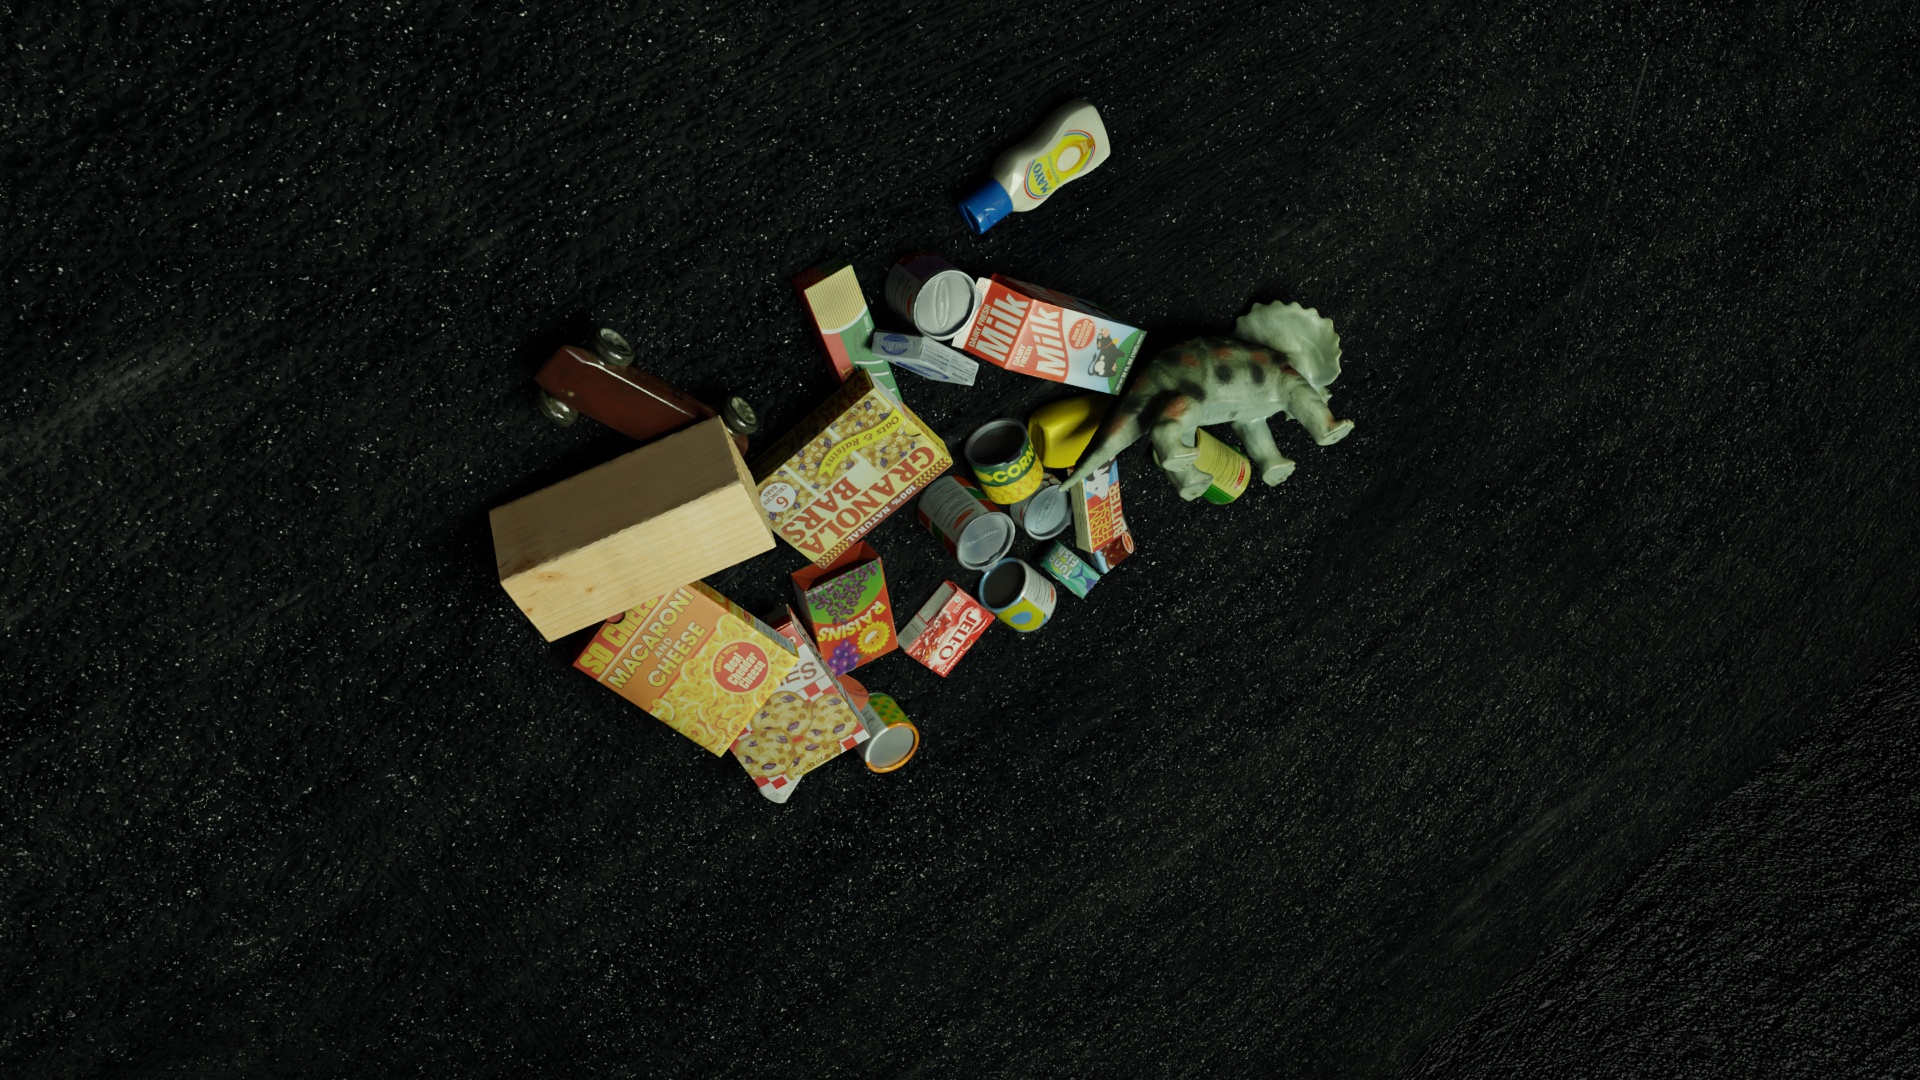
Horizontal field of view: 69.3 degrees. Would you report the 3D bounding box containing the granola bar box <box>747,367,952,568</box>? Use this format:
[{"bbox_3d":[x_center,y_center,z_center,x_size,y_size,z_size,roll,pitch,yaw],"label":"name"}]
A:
[{"bbox_3d":[-0.108,-0.063,1.283,0.165,0.039,0.124,-39,131,11],"label":"granola bar box"}]

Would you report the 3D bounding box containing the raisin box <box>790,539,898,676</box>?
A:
[{"bbox_3d":[-0.115,0.072,1.399,0.086,0.040,0.122,-26,131,-21],"label":"raisin box"}]

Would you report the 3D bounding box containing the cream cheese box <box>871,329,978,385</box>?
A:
[{"bbox_3d":[-0.031,-0.167,1.267,0.104,0.053,0.024,14,88,-60],"label":"cream cheese box"}]

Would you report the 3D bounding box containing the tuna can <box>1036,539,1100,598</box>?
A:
[{"bbox_3d":[0.117,0.030,1.517,0.033,0.071,0.071,-51,134,3],"label":"tuna can"}]

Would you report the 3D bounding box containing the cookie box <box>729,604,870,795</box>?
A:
[{"bbox_3d":[-0.182,0.159,1.372,0.123,0.040,0.166,-29,122,0],"label":"cookie box"}]

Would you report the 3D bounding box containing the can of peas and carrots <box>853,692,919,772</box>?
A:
[{"bbox_3d":[-0.084,0.208,1.499,0.071,0.059,0.070,-18,128,-24],"label":"can of peas and carrots"}]

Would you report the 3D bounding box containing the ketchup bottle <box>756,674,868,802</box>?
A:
[{"bbox_3d":[-0.160,0.206,1.454,0.064,0.044,0.148,27,102,-37],"label":"ketchup bottle"}]

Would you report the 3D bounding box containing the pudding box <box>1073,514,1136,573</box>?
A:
[{"bbox_3d":[0.160,-0.008,1.548,0.050,0.030,0.083,-38,134,-10],"label":"pudding box"}]

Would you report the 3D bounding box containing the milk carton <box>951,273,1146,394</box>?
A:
[{"bbox_3d":[0.078,-0.200,1.331,0.191,0.073,0.072,7,115,-38],"label":"milk carton"}]

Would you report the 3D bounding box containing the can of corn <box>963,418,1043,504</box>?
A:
[{"bbox_3d":[0.045,-0.078,1.391,0.071,0.071,0.058,-37,134,-9],"label":"can of corn"}]

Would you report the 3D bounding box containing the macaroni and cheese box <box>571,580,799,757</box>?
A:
[{"bbox_3d":[-0.252,0.105,1.279,0.166,0.040,0.123,37,96,-21],"label":"macaroni and cheese box"}]

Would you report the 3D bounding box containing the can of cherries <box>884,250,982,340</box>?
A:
[{"bbox_3d":[-0.025,-0.222,1.254,0.072,0.058,0.071,-18,127,-25],"label":"can of cherries"}]

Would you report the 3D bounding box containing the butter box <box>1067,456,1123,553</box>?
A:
[{"bbox_3d":[0.144,-0.042,1.473,0.053,0.024,0.103,-31,127,-31],"label":"butter box"}]

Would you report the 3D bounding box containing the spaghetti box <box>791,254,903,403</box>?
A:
[{"bbox_3d":[-0.088,-0.146,1.280,0.050,0.029,0.248,-32,132,-13],"label":"spaghetti box"}]

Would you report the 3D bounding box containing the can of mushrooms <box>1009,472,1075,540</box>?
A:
[{"bbox_3d":[0.089,-0.036,1.476,0.071,0.033,0.070,-18,127,-25],"label":"can of mushrooms"}]

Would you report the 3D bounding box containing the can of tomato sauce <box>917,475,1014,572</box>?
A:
[{"bbox_3d":[0.005,-0.017,1.394,0.071,0.083,0.070,-18,128,-25],"label":"can of tomato sauce"}]

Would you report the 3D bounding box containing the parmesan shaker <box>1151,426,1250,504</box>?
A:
[{"bbox_3d":[0.268,-0.091,1.547,0.103,0.071,0.071,25,103,-42],"label":"parmesan shaker"}]

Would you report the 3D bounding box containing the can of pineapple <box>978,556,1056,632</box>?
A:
[{"bbox_3d":[0.060,0.059,1.498,0.071,0.071,0.057,-50,134,3],"label":"can of pineapple"}]

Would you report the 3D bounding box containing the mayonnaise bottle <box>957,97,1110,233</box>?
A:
[{"bbox_3d":[0.065,-0.333,1.254,0.148,0.041,0.064,-39,136,-9],"label":"mayonnaise bottle"}]

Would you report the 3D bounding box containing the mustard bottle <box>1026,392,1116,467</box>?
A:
[{"bbox_3d":[0.145,-0.123,1.448,0.161,0.049,0.065,-18,126,-27],"label":"mustard bottle"}]
